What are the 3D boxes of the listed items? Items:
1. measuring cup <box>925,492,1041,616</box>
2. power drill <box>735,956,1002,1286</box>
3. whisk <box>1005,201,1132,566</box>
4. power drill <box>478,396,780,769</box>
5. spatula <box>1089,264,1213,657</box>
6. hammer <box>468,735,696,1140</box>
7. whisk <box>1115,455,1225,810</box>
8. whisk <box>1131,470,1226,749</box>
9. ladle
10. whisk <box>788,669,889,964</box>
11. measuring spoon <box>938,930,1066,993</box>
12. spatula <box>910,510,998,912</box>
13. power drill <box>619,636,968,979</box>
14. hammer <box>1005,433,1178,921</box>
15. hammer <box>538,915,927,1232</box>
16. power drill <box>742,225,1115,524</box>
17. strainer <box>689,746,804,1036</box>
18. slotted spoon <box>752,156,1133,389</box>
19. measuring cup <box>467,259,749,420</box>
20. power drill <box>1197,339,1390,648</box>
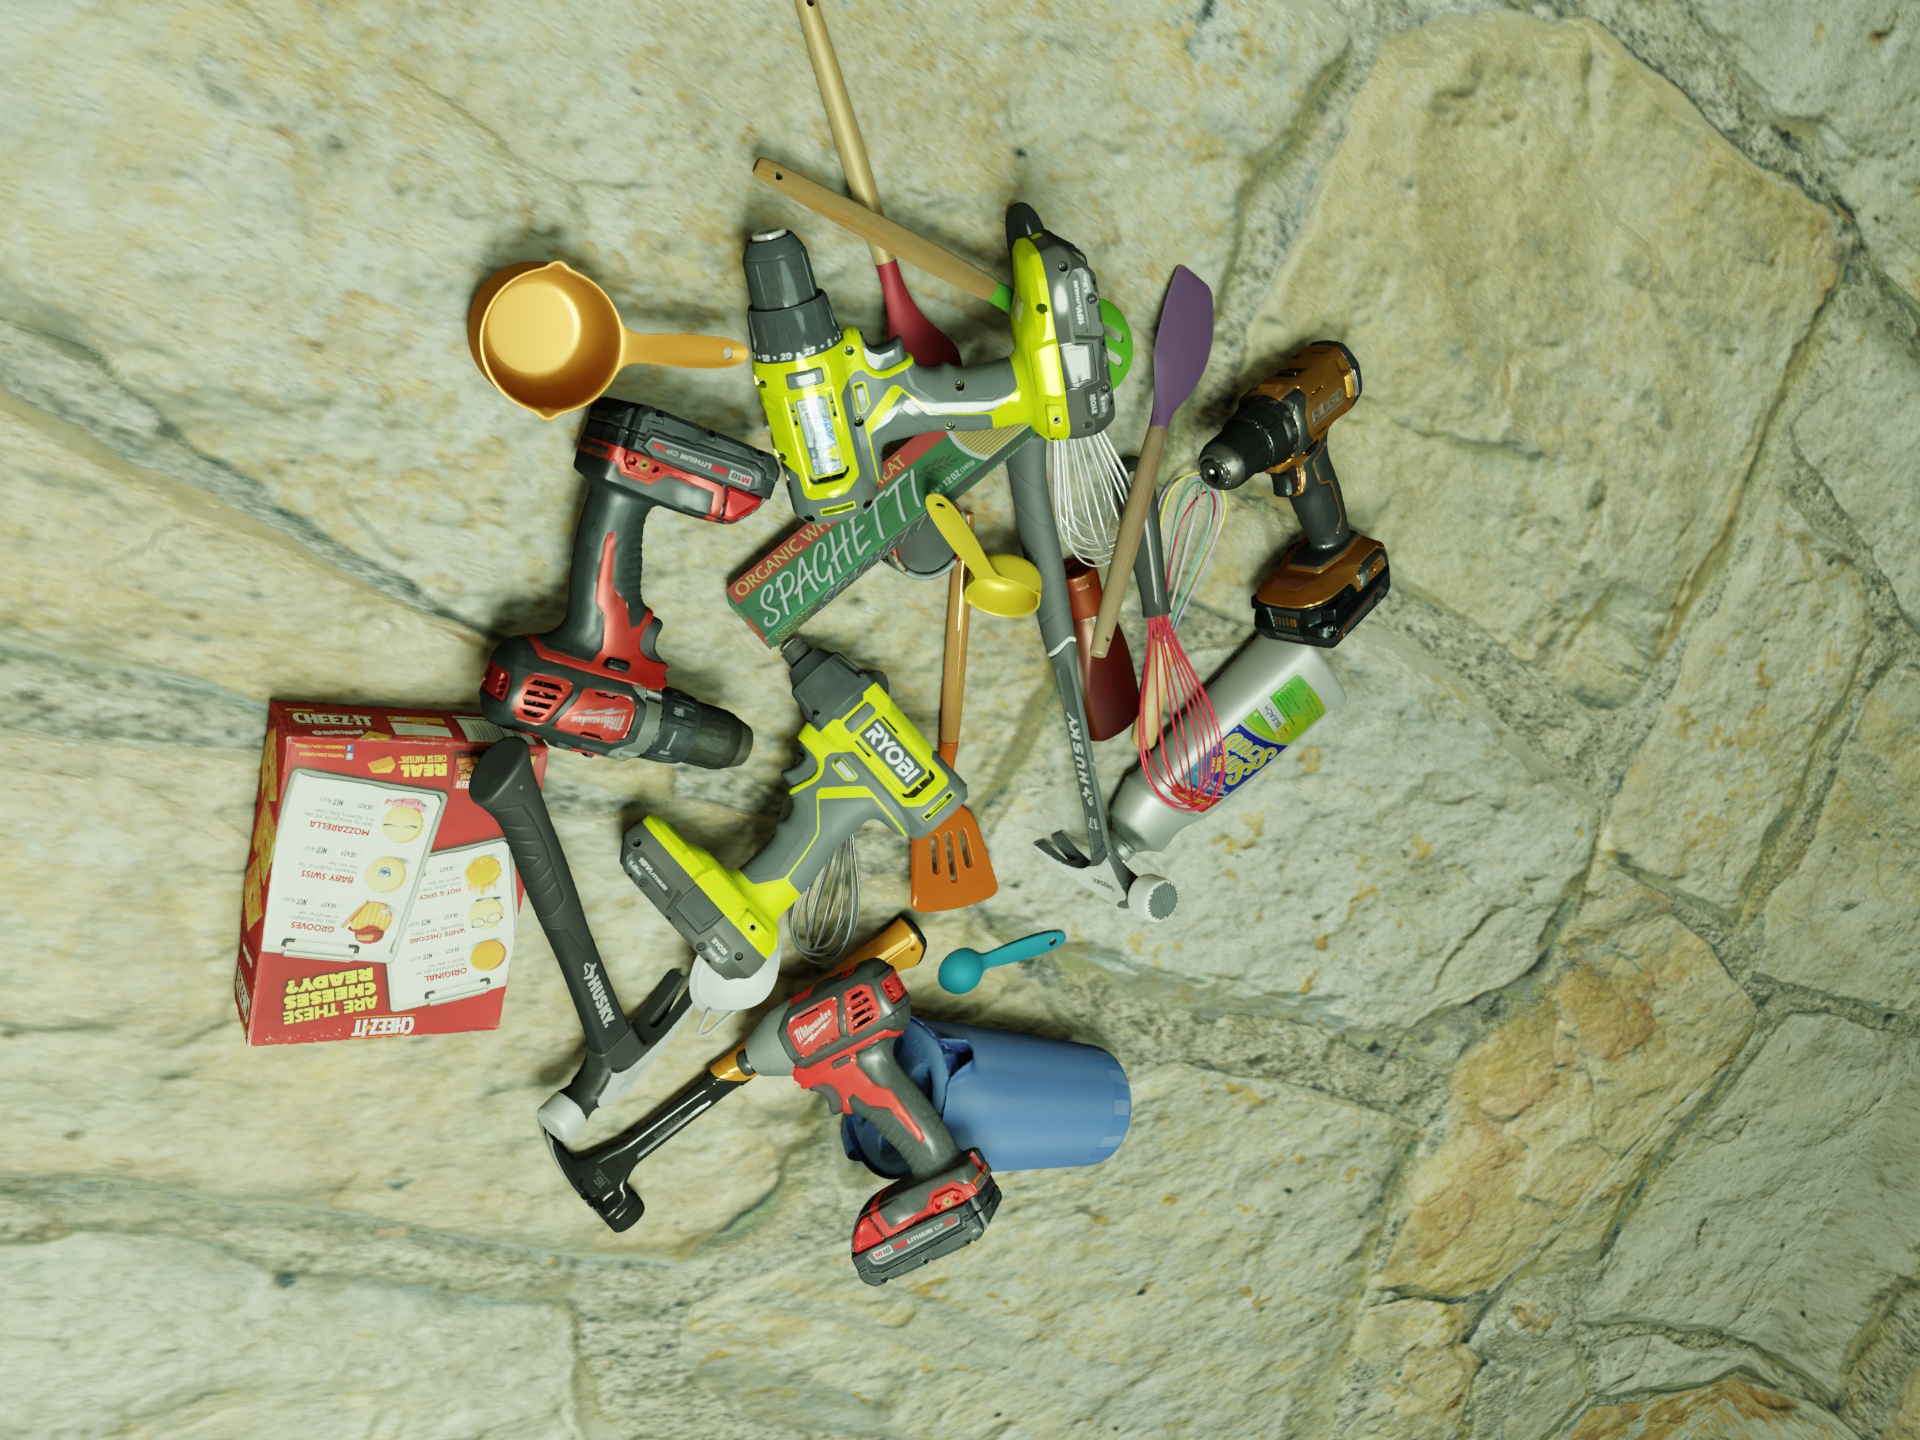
[{"bbox_3d":[0.013,-0.126,1.151,0.156,0.062,0.029,51,44,-51],"label":"measuring cup"},{"bbox_3d":[-0.072,0.306,1.217,0.143,0.078,0.220,-28,87,12],"label":"power drill"},{"bbox_3d":[0.080,-0.243,1.179,0.070,0.070,0.284,-28,119,-19],"label":"whisk"},{"bbox_3d":[-0.195,-0.079,1.046,0.187,0.080,0.226,17,94,-36],"label":"power drill"},{"bbox_3d":[0.144,-0.195,1.197,0.059,0.018,0.316,27,73,-38],"label":"spatula"},{"bbox_3d":[-0.264,0.140,1.084,0.146,0.035,0.334,-43,143,-33],"label":"hammer"},{"bbox_3d":[0.163,-0.067,1.282,0.073,0.073,0.295,-18,103,-25],"label":"whisk"},{"bbox_3d":[0.178,-0.088,1.322,0.047,0.051,0.244,-9,119,-35],"label":"whisk"},{"bbox_3d":[-0.058,-0.334,1.069,0.069,0.031,0.315,-30,123,-19],"label":"ladle"},{"bbox_3d":[-0.088,0.076,1.227,0.055,0.055,0.239,5,105,-34],"label":"whisk"},{"bbox_3d":[0.041,0.209,1.383,0.128,0.021,0.042,-14,118,-25],"label":"measuring spoon"},{"bbox_3d":[-0.002,-0.004,1.247,0.081,0.041,0.322,-8,115,-28],"label":"spatula"},{"bbox_3d":[-0.129,0.062,1.150,0.223,0.080,0.171,-42,91,-9],"label":"power drill"},{"bbox_3d":[0.081,-0.041,1.247,0.036,0.149,0.408,-24,113,-28],"label":"hammer"},{"bbox_3d":[-0.169,0.263,1.269,0.337,0.034,0.127,-36,127,-13],"label":"hammer"},{"bbox_3d":[-0.025,-0.245,1.048,0.228,0.080,0.190,-14,119,-3],"label":"power drill"},{"bbox_3d":[-0.143,0.125,1.201,0.086,0.050,0.258,16,91,-51],"label":"strainer"},{"bbox_3d":[-0.001,-0.302,1.079,0.313,0.031,0.070,21,96,-29],"label":"slotted spoon"},{"bbox_3d":[-0.221,-0.238,0.994,0.173,0.052,0.095,-4,114,-33],"label":"measuring cup"},{"bbox_3d":[0.270,-0.171,1.294,0.185,0.084,0.226,-40,127,-34],"label":"power drill"}]
